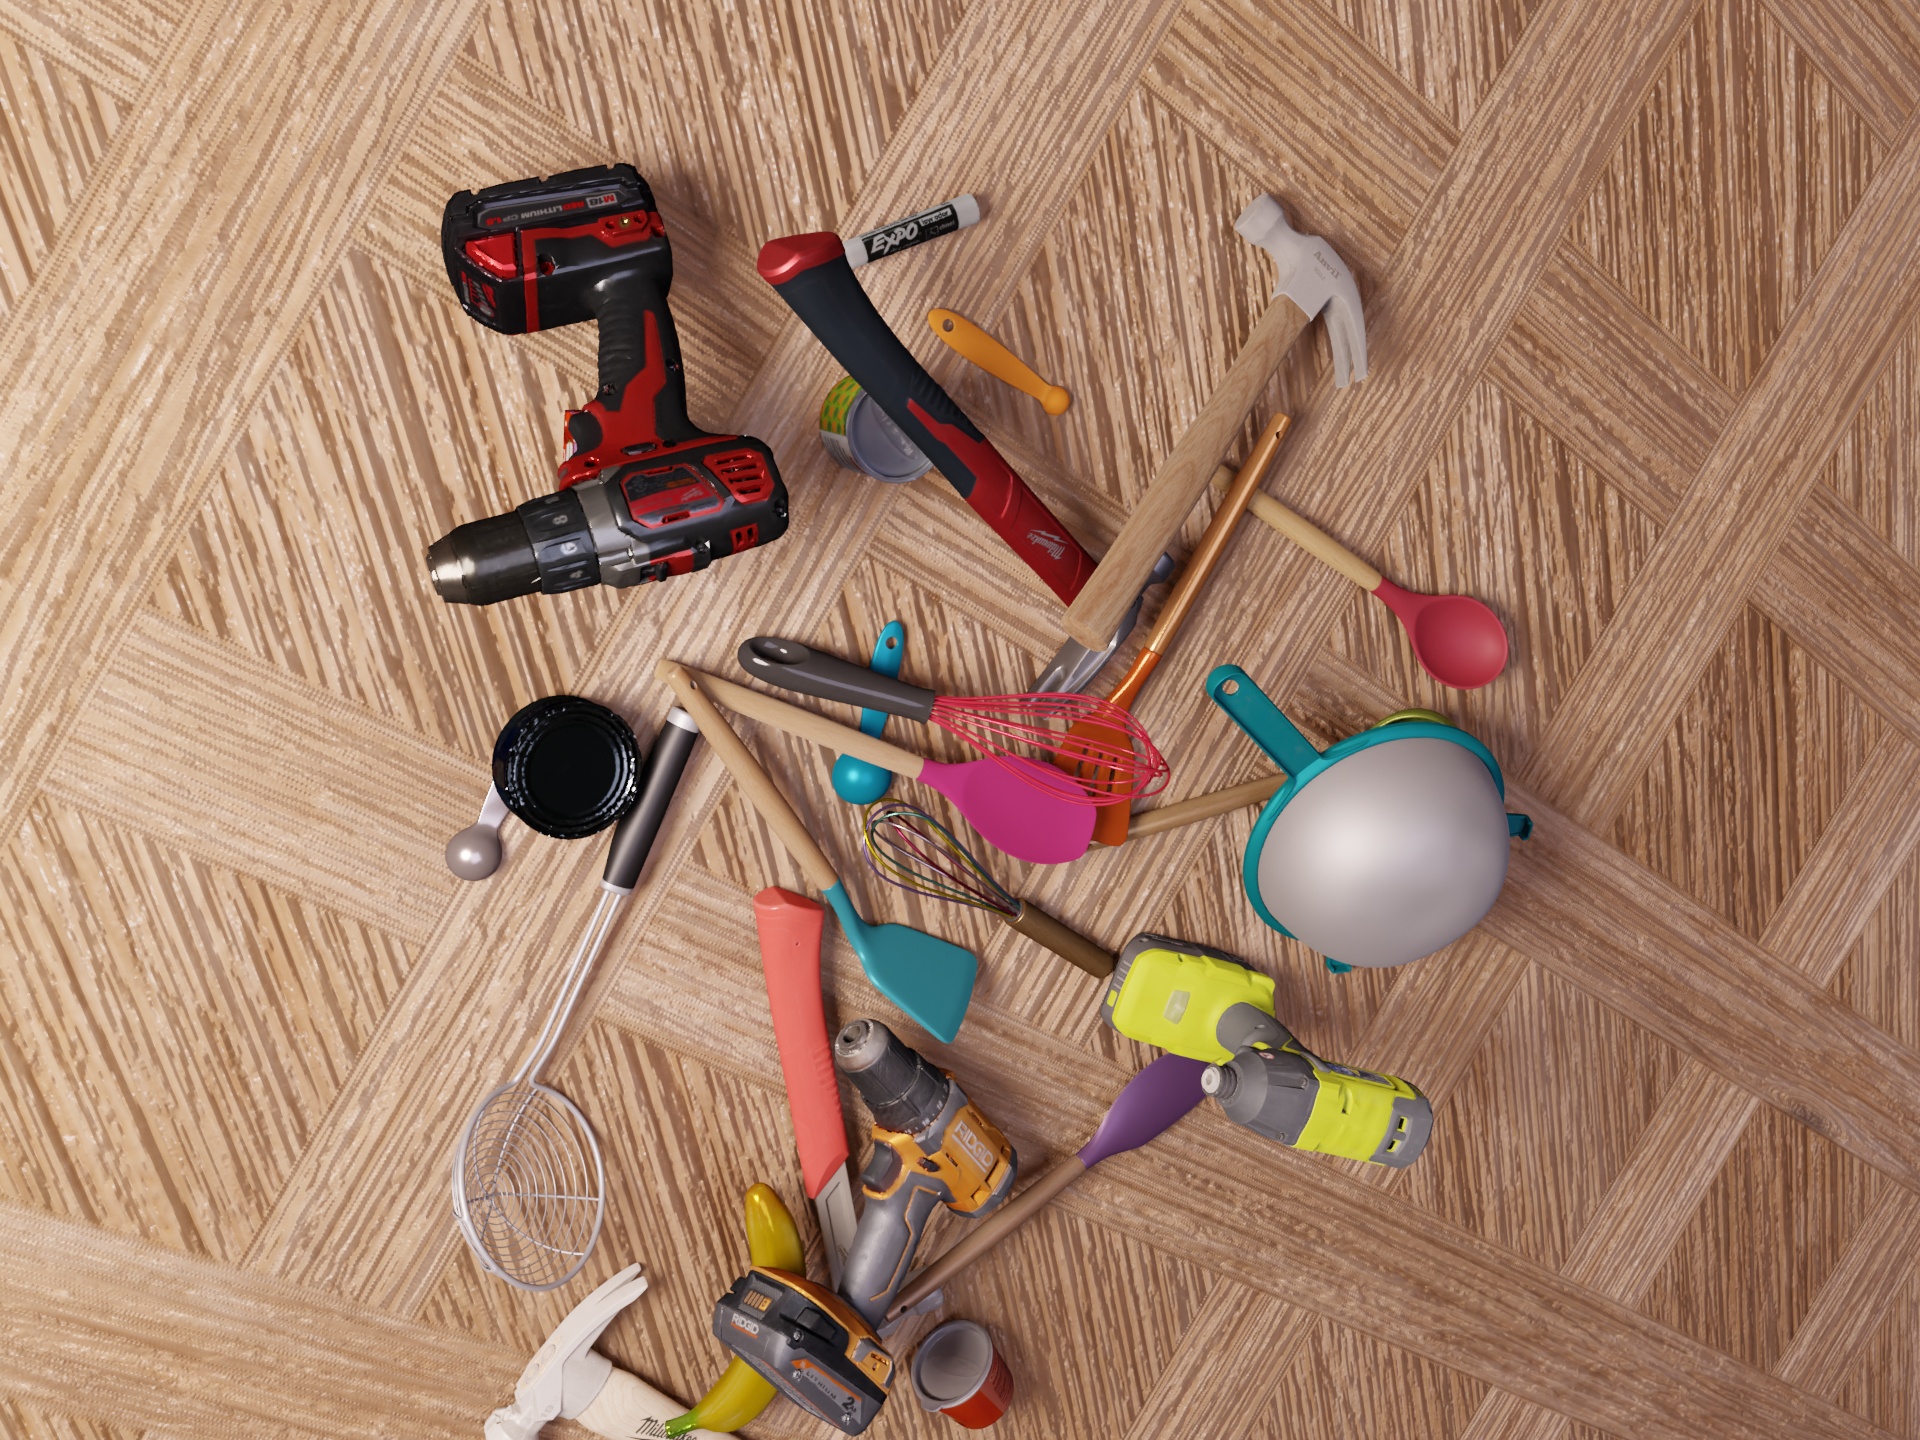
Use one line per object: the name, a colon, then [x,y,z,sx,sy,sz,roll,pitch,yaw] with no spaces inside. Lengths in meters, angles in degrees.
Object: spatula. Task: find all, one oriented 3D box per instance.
spatula: [0.151,-0.067,1.109,0.081,0.041,0.322,25,98,-26]
spatula: [-0.091,0.084,1.043,0.044,0.082,0.317,-17,121,29]
spatula: [0.069,0.344,1.188,0.316,0.018,0.059,-33,113,-21]

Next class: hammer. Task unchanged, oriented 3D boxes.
hammer: [0.165,-0.184,1.046,0.130,0.031,0.331,37,74,-17]
hammer: [-0.140,0.547,1.164,0.410,0.038,0.146,43,84,-27]
hammer: [-0.107,0.286,1.107,0.149,0.037,0.359,-15,110,-19]
hammer: [-0.003,-0.144,0.971,0.143,0.038,0.385,-52,135,-3]

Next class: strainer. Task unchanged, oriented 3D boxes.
strainer: [0.283,0.078,1.129,0.211,0.095,0.340,-40,128,12]

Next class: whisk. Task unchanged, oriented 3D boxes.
whisk: [0.024,0.121,1.115,0.244,0.047,0.051,35,113,-31]
whisk: [-0.002,-0.003,1.035,0.295,0.073,0.073,16,98,-9]

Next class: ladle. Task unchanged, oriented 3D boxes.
ladle: [0.230,0.057,1.176,0.320,0.062,0.078,-15,120,-16]
ladle: [0.287,-0.113,1.170,0.315,0.031,0.069,29,89,-25]

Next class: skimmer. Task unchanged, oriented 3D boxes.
skimmer: [-0.220,0.172,0.999,0.127,0.090,0.363,20,94,-59]

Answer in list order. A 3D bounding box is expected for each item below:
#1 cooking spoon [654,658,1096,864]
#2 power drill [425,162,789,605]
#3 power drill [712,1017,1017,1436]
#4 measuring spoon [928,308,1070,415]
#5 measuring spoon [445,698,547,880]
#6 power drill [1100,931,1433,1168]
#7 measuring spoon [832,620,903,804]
cooking spoon: [-0.050,0.022,1.047,0.318,0.017,0.069,22,78,-19]
power drill: [-0.212,-0.172,0.853,0.188,0.080,0.227,-18,76,-17]
power drill: [-0.067,0.326,1.053,0.226,0.084,0.185,-55,128,-28]
measuring spoon: [0.027,-0.234,1.036,0.116,0.011,0.021,29,92,-26]
measuring spoon: [-0.280,0.044,0.979,0.034,0.018,0.124,25,93,-26]
power drill: [0.198,0.229,1.114,0.171,0.223,0.080,18,96,-26]
measuring spoon: [-0.054,-0.003,1.058,0.042,0.021,0.128,7,103,-24]
